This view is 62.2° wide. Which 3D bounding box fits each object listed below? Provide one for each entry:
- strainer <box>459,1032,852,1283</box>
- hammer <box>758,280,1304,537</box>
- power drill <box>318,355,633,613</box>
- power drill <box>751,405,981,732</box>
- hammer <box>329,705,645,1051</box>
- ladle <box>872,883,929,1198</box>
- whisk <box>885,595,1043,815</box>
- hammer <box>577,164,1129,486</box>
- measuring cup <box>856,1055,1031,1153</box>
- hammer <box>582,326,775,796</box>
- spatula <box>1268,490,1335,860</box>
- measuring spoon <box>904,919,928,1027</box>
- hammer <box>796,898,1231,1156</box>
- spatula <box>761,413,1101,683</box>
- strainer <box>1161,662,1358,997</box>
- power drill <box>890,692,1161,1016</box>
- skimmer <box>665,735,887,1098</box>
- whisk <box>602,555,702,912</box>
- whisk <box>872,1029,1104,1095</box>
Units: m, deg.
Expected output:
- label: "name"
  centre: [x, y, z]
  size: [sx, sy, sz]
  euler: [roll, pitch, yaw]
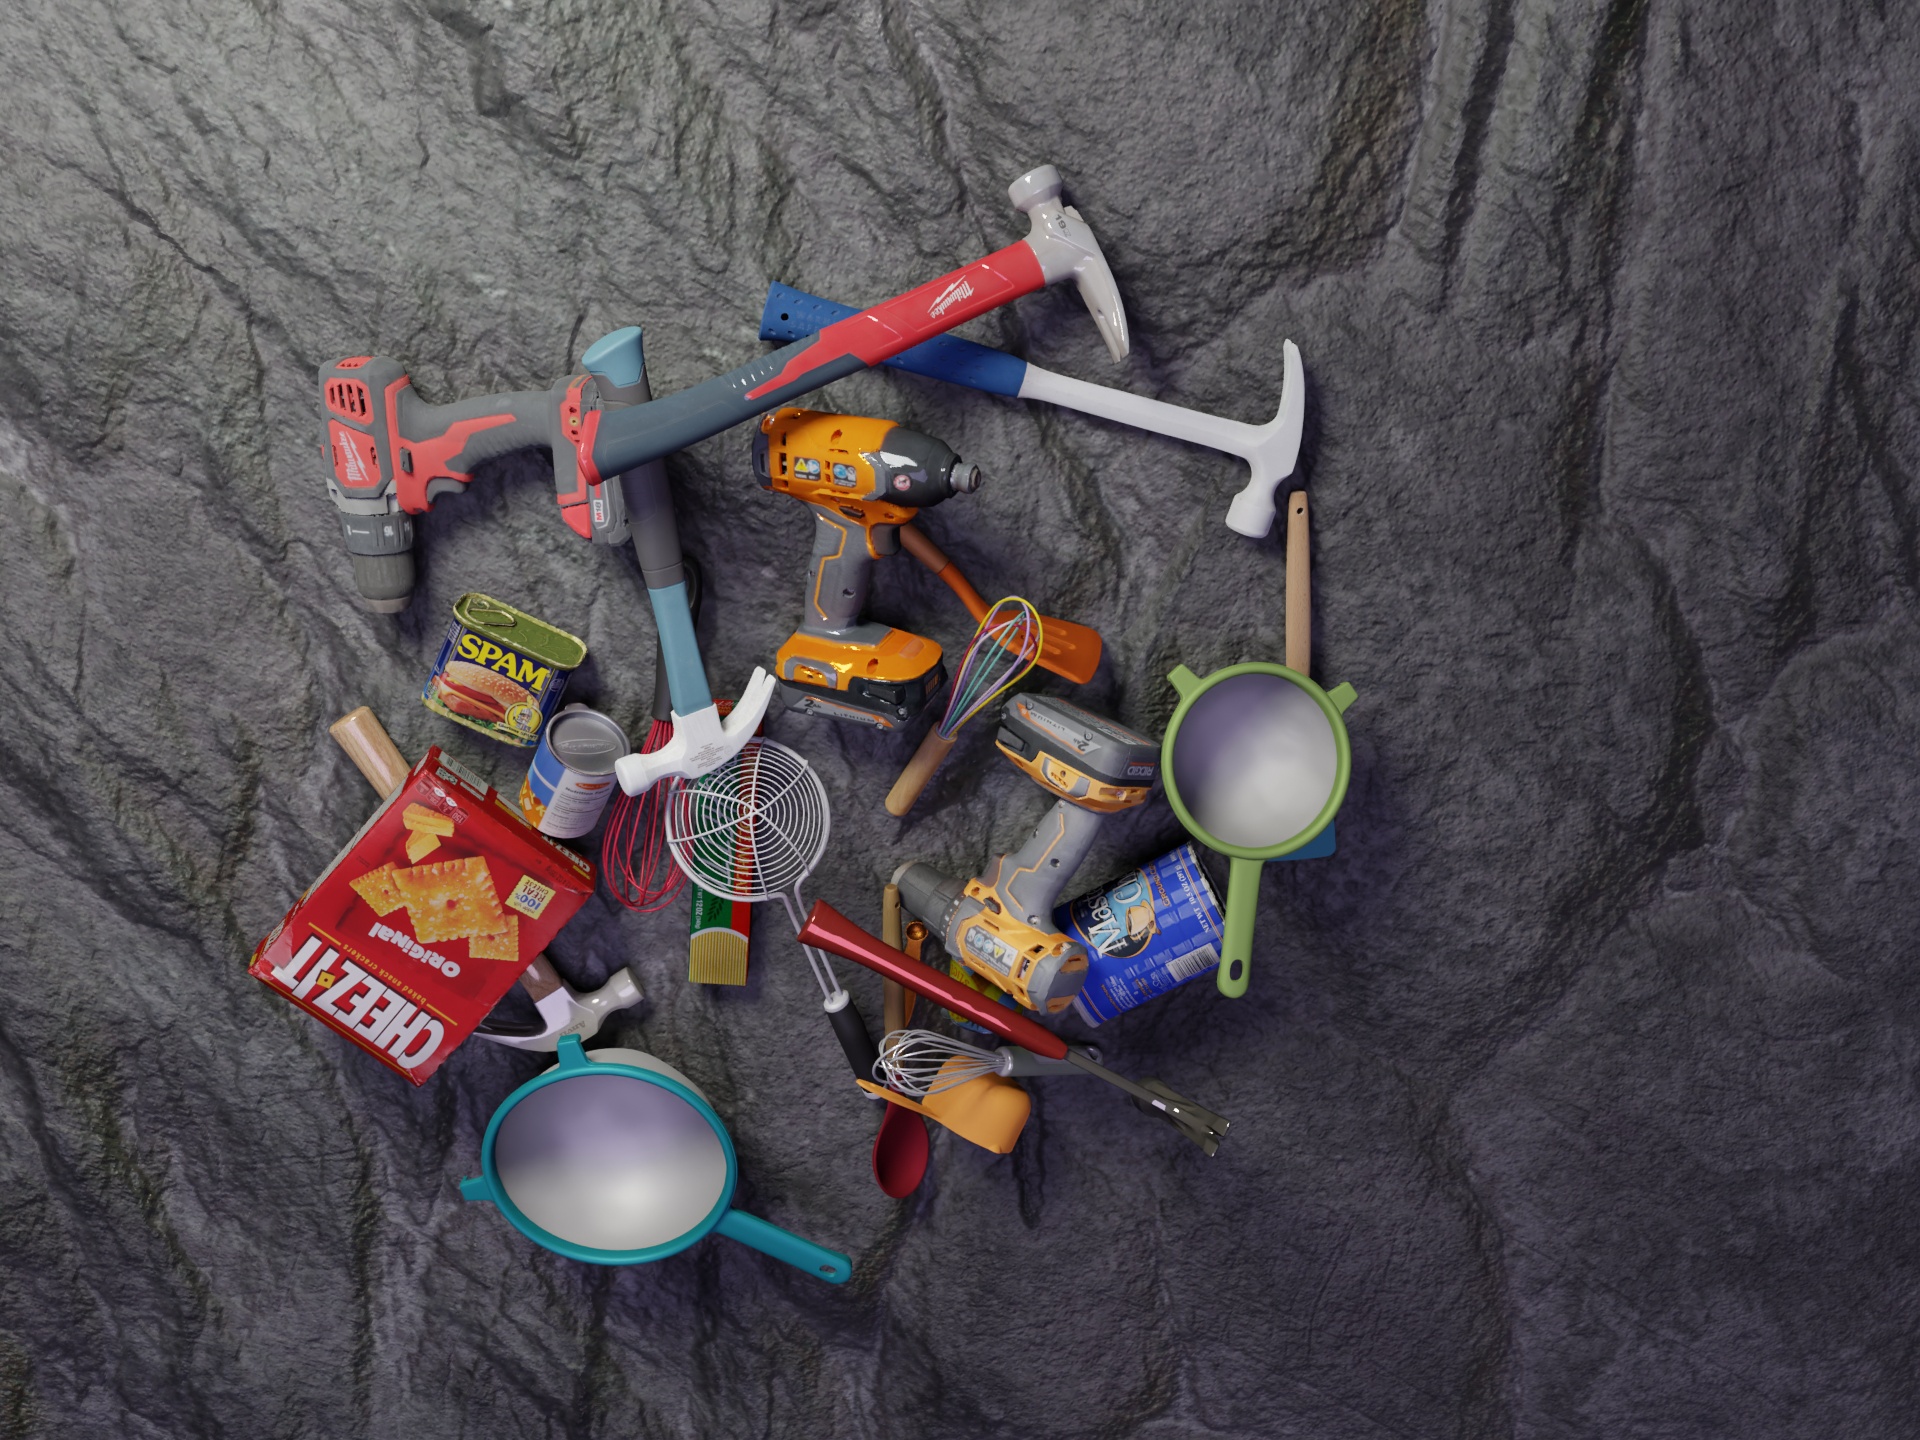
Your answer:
- label: "strainer"
  centre: [-0.239, 0.386, 1.376]
  size: [0.340, 0.095, 0.211]
  euler: [30, 111, -16]
- label: "hammer"
  centre: [0.057, -0.251, 1.159]
  size: [0.405, 0.035, 0.144]
  euler: [14, 111, -8]
- label: "power drill"
  centre: [-0.346, -0.168, 1.156]
  size: [0.226, 0.080, 0.187]
  euler: [1, 112, 0]
- label: "power drill"
  centre: [-0.063, -0.109, 1.152]
  size: [0.164, 0.084, 0.226]
  euler: [11, 122, 20]
- label: "hammer"
  centre: [-0.401, 0.133, 1.291]
  size: [0.130, 0.031, 0.331]
  euler: [-32, 108, -3]
- label: "ladle"
  centre: [-0.055, 0.274, 1.349]
  size: [0.031, 0.069, 0.315]
  euler: [19, 123, 34]
- label: "whisk"
  centre: [-0.001, -0.002, 1.214]
  size: [0.047, 0.051, 0.245]
  euler: [30, 131, -4]
- label: "hammer"
  centre: [-0.073, -0.237, 1.078]
  size: [0.386, 0.038, 0.143]
  euler: [-27, 93, -11]
- label: "measuring cup"
  centre: [-0.012, 0.309, 1.338]
  size: [0.173, 0.095, 0.052]
  euler: [30, 89, -36]
- label: "hammer"
  centre: [-0.213, -0.110, 1.129]
  size: [0.128, 0.033, 0.330]
  euler: [-20, 119, -24]
- label: "spatula"
  centre: [0.265, -0.027, 1.268]
  size: [0.082, 0.044, 0.317]
  euler: [-3, 108, 0]
- label: "measuring spoon"
  centre: [-0.046, 0.219, 1.362]
  size: [0.021, 0.011, 0.116]
  euler: [8, 115, -7]
- label: "hammer"
  centre: [0.038, 0.238, 1.244]
  size: [0.359, 0.149, 0.037]
  euler: [29, 83, -11]
- label: "spatula"
  centre: [-0.025, -0.138, 1.196]
  size: [0.322, 0.081, 0.041]
  euler: [41, 122, -12]
- label: "strainer"
  centre: [0.215, 0.083, 1.234]
  size: [0.151, 0.069, 0.256]
  euler: [5, 92, -10]
- label: "power drill"
  centre: [0.044, 0.093, 1.251]
  size: [0.084, 0.185, 0.226]
  euler: [4, 110, -53]
- label: "skimmer"
  centre: [-0.132, 0.174, 1.307]
  size: [0.127, 0.090, 0.362]
  euler: [-31, 130, -17]
- label: "whisk"
  centre: [-0.234, 0.015, 1.246]
  size: [0.073, 0.073, 0.295]
  euler: [9, 105, -6]
- label: "whisk"
  centre: [0.029, 0.282, 1.319]
  size: [0.246, 0.058, 0.059]
  euler: [9, 128, -39]
